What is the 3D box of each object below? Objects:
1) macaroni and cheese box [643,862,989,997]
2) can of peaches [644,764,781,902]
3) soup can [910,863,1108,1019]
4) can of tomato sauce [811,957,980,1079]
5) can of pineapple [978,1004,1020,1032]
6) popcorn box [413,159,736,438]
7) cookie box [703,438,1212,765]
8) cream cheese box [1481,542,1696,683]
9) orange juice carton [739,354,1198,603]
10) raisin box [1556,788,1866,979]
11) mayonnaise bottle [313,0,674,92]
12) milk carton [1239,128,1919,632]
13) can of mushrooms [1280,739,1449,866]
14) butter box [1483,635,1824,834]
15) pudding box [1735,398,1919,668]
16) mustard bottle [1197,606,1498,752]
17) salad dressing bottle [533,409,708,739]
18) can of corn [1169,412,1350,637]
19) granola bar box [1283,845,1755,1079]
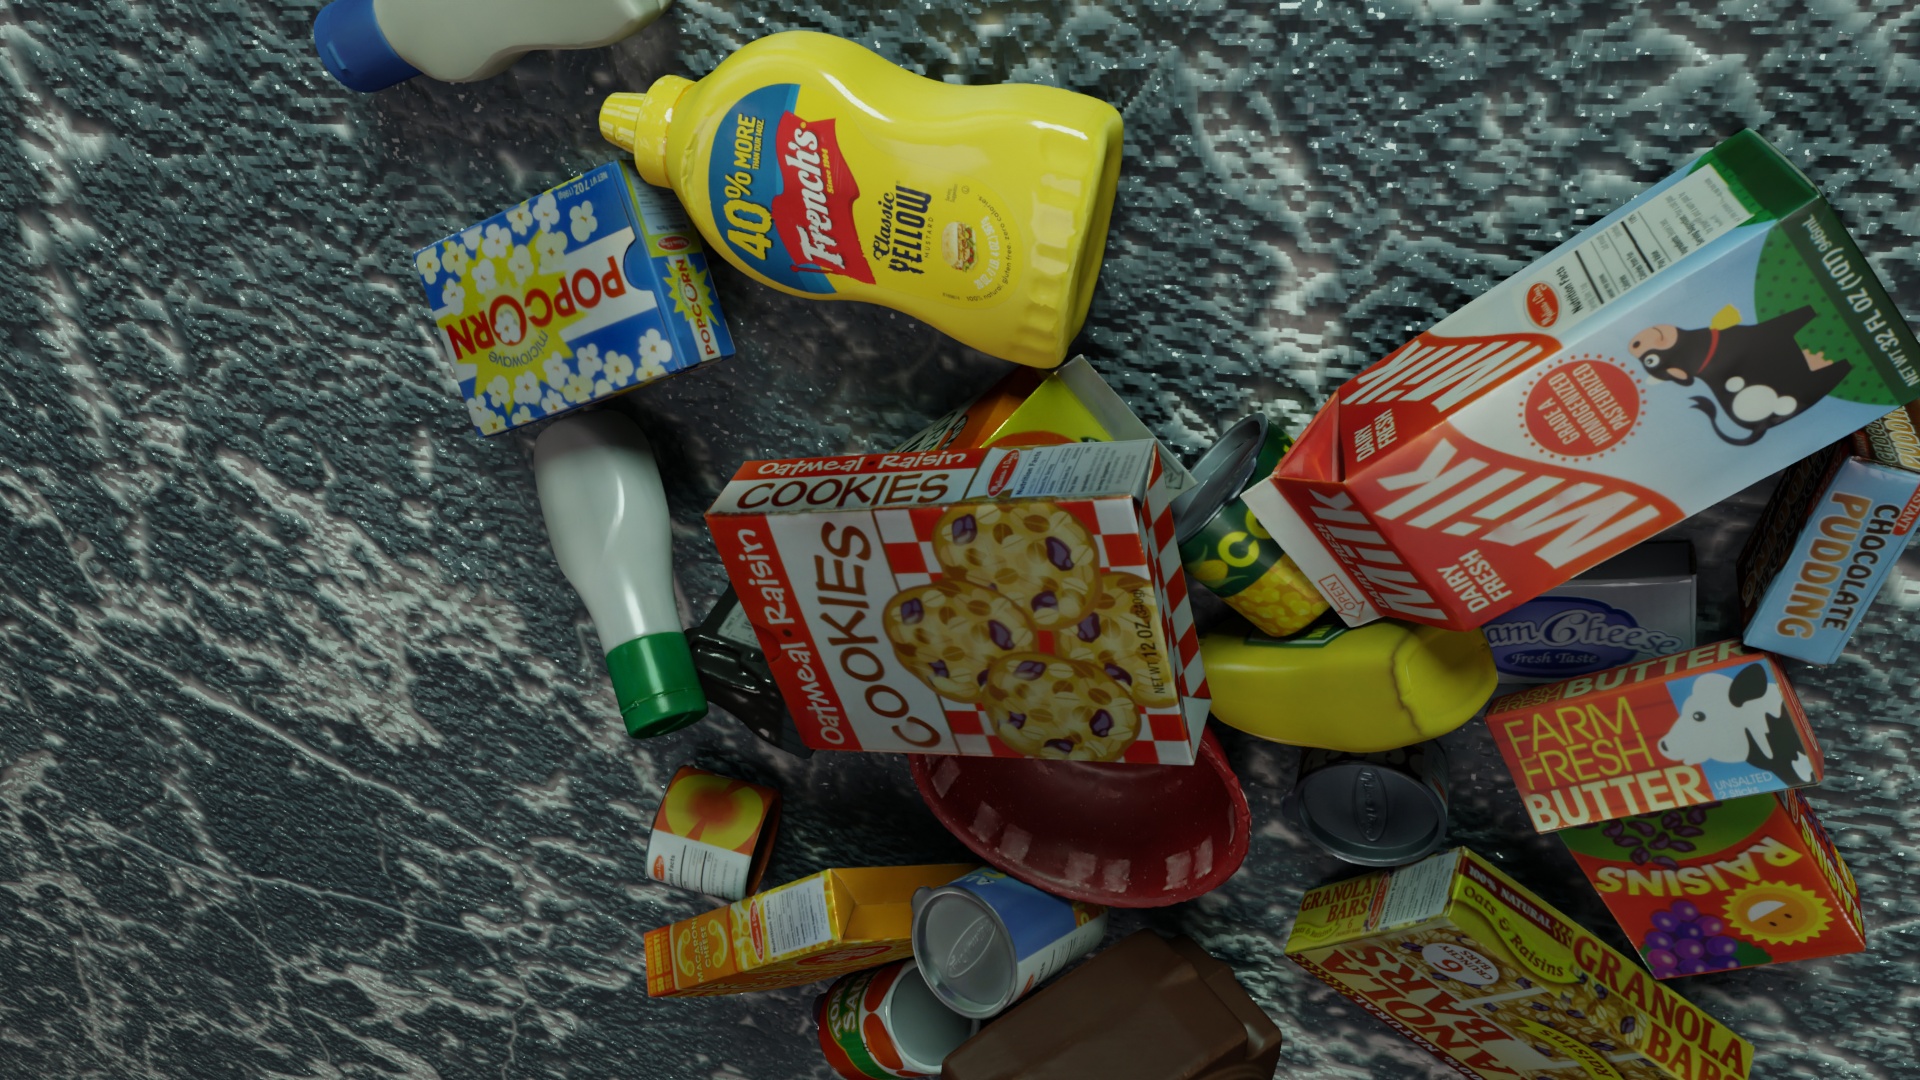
[{"bbox_3d":[-0.077,0.217,0.770,0.166,0.040,0.124,-28,153,38],"label":"macaroni and cheese box"},{"bbox_3d":[-0.137,0.163,0.781,0.058,0.071,0.070,14,131,6],"label":"can of peaches"},{"bbox_3d":[0.025,0.194,0.711,0.071,0.084,0.071,7,101,38],"label":"soup can"},{"bbox_3d":[-0.038,0.284,0.825,0.071,0.071,0.082,42,141,-12],"label":"can of tomato sauce"},{"bbox_3d":[0.032,0.311,0.825,0.057,0.071,0.071,-31,110,39],"label":"can of pineapple"},{"bbox_3d":[-0.163,-0.099,0.581,0.126,0.038,0.085,-13,98,31],"label":"popcorn box"},{"bbox_3d":[0.000,0.026,0.526,0.167,0.040,0.122,-2,126,24],"label":"cookie box"},{"bbox_3d":[0.228,0.030,0.541,0.104,0.024,0.053,-3,125,25],"label":"cream cheese box"},{"bbox_3d":[0.002,-0.007,0.577,0.192,0.073,0.071,-30,111,38],"label":"orange juice carton"},{"bbox_3d":[0.302,0.122,0.574,0.086,0.040,0.123,-25,113,35],"label":"raisin box"},{"bbox_3d":[-0.180,-0.205,0.521,0.148,0.041,0.064,-7,122,29],"label":"mayonnaise bottle"},{"bbox_3d":[0.188,-0.038,0.449,0.190,0.074,0.072,-34,108,28],"label":"milk carton"},{"bbox_3d":[0.181,0.111,0.621,0.071,0.034,0.070,12,131,14],"label":"can of mushrooms"},{"bbox_3d":[0.256,0.073,0.519,0.103,0.024,0.053,-21,96,35],"label":"butter box"},{"bbox_3d":[0.293,-0.004,0.467,0.030,0.050,0.083,15,131,14],"label":"pudding box"},{"bbox_3d":[0.136,0.053,0.563,0.160,0.065,0.048,-10,103,60],"label":"mustard bottle"},{"bbox_3d":[-0.152,0.015,0.627,0.064,0.044,0.148,-32,70,36],"label":"salad dressing bottle"},{"bbox_3d":[0.117,-0.005,0.530,0.058,0.071,0.071,36,132,-8],"label":"can of corn"},{"bbox_3d":[0.254,0.214,0.647,0.165,0.039,0.123,34,149,-5],"label":"granola bar box"}]
